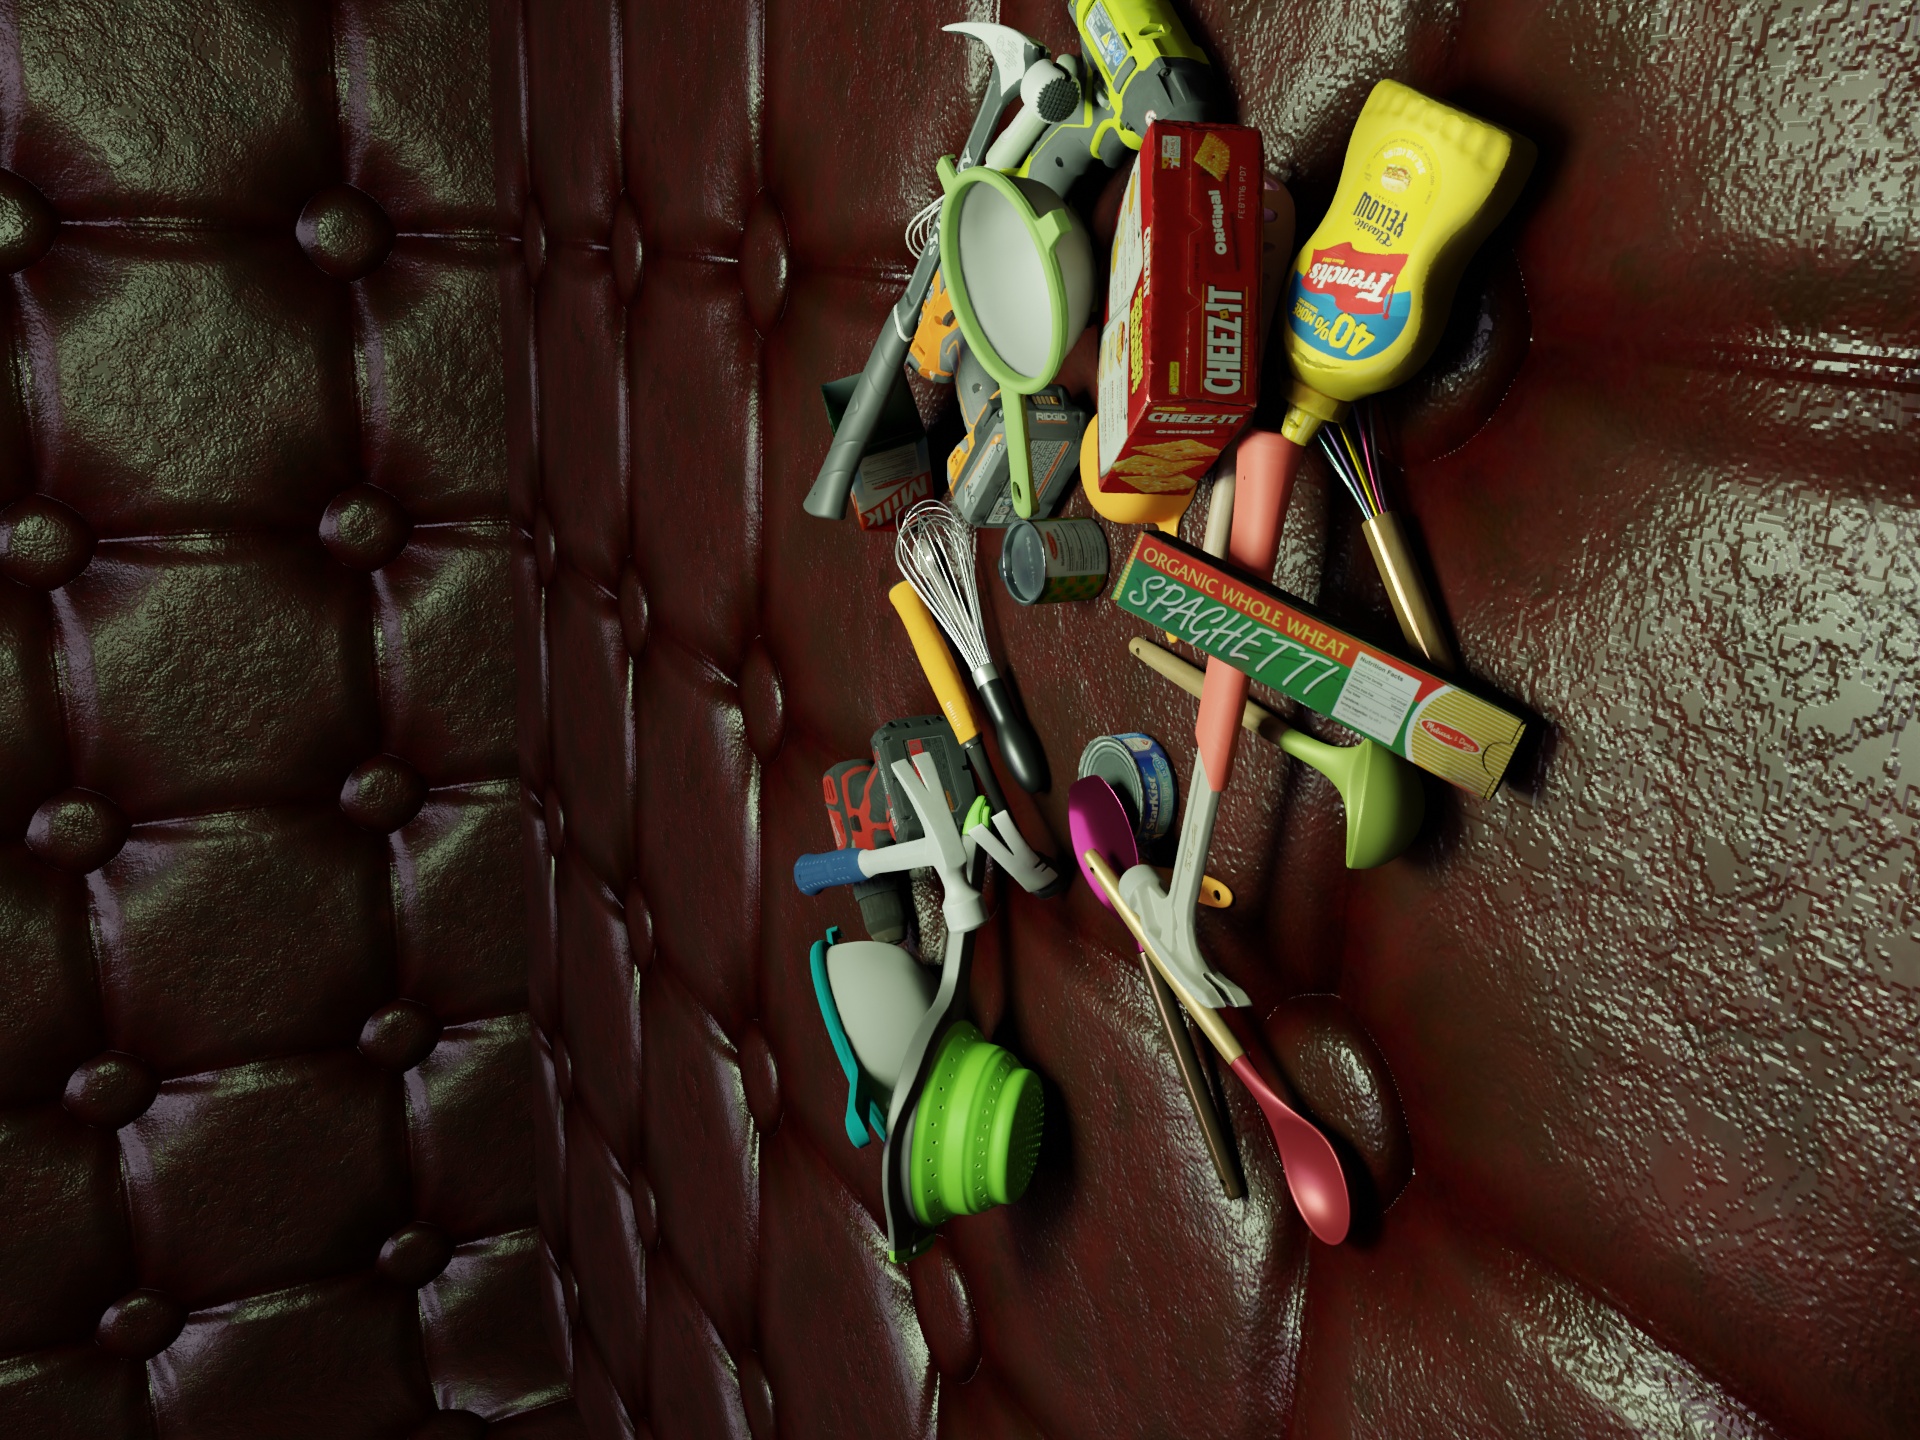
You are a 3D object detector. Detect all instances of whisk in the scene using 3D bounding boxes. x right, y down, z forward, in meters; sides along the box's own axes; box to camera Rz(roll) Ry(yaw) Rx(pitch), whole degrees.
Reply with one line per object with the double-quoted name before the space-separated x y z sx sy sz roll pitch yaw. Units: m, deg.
"whisk" 0.026 -0.434 1.253 0.246 0.059 0.058 -39 35 54
"whisk" 0.010 -0.065 1.354 0.070 0.070 0.285 -50 57 54
"whisk" 0.239 -0.138 0.930 0.047 0.051 0.245 109 144 -76

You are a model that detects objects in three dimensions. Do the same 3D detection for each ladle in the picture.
"ladle" 0.174 0.211 1.088 0.316 0.031 0.069 55 146 27
"ladle" 0.187 0.003 1.036 0.320 0.062 0.078 40 131 56

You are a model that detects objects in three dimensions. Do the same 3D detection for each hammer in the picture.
"hammer" 0.168 -0.003 0.995 0.149 0.036 0.359 -128 42 -59
"hammer" -0.002 -0.004 1.360 0.127 0.034 0.337 47 -165 -50
"hammer" -0.038 -0.321 1.196 0.149 0.036 0.408 59 134 38
"hammer" -0.081 0.121 1.422 0.405 0.035 0.144 -21 86 67

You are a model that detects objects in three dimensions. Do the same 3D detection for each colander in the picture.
"colander" 0.025 0.265 1.358 0.094 0.204 0.397 6 83 19

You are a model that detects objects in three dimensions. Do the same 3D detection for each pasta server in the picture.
"pasta server" 0.174 -0.197 1.033 0.060 0.040 0.316 -93 9 -63

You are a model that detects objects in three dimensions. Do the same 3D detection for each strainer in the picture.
"strainer" -0.053 0.293 1.414 0.340 0.095 0.211 -105 -9 -84
"strainer" 0.056 -0.259 1.097 0.152 0.069 0.256 45 151 45

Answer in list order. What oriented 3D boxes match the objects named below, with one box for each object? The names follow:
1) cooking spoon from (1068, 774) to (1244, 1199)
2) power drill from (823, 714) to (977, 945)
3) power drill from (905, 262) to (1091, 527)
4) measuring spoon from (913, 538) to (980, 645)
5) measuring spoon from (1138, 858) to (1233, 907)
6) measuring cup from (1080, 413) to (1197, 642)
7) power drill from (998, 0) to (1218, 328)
"cooking spoon" 0.144 0.191 1.153 0.069 0.017 0.319 -28 79 52
"power drill" -0.060 0.106 1.505 0.226 0.080 0.188 -41 60 61
"power drill" 0.025 -0.283 1.252 0.164 0.084 0.227 121 139 -49
"measuring spoon" -0.007 -0.114 1.424 0.124 0.018 0.034 59 144 27
"measuring spoon" 0.159 0.119 1.158 0.117 0.011 0.021 12 106 61
"measuring cup" 0.126 -0.140 1.119 0.095 0.052 0.173 -4 90 62
"power drill" 0.092 -0.385 1.108 0.223 0.080 0.171 -52 51 49
